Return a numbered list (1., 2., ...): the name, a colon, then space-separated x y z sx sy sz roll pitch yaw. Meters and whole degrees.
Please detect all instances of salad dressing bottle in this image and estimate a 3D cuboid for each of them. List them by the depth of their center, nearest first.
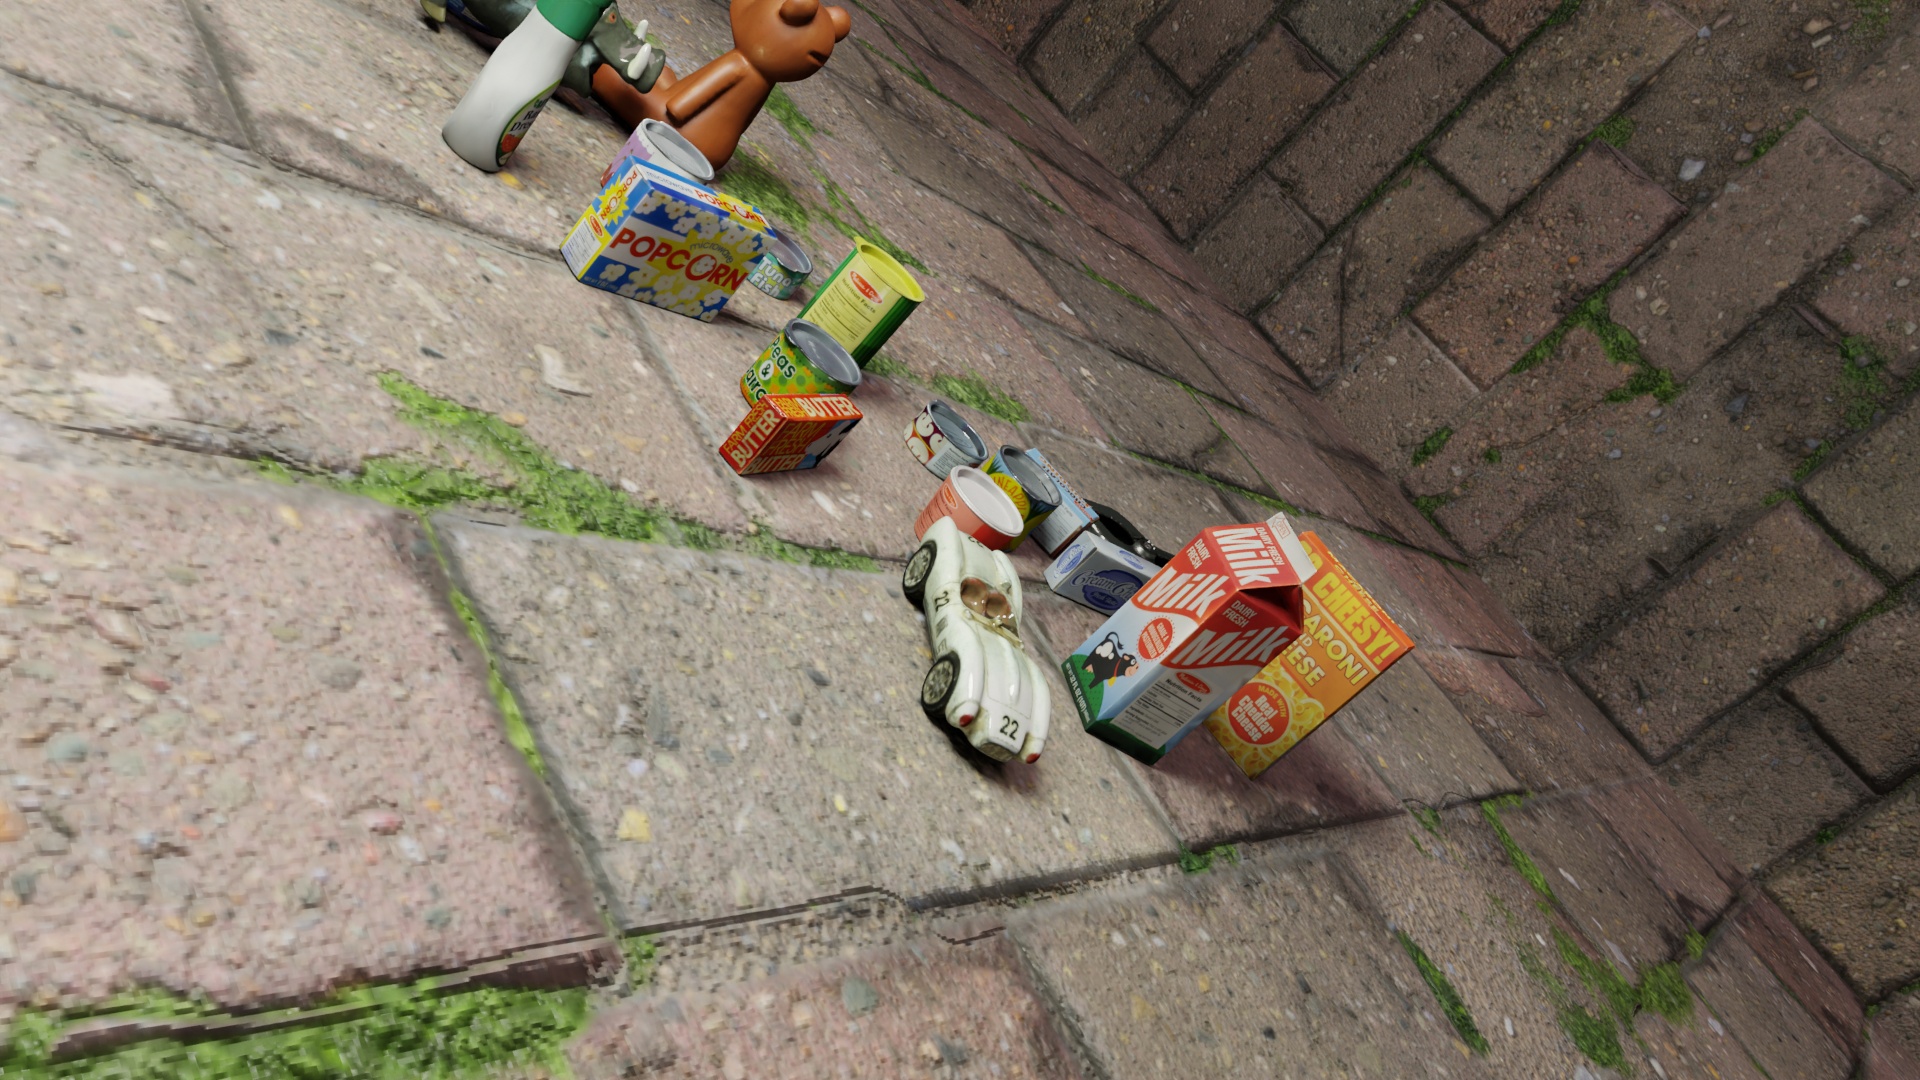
1. salad dressing bottle: -0.284 -0.313 0.917 0.044 0.147 0.064 40 21 -12

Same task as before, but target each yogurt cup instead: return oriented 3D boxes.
1. yogurt cup: 0.004 -0.013 1.008 0.072 0.053 0.073 37 22 -18

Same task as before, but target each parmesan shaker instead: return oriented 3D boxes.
1. parmesan shaker: -0.087 -0.173 1.072 0.071 0.102 0.071 37 22 -18

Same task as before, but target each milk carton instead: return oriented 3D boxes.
1. milk carton: 0.167 0.063 0.973 0.073 0.190 0.073 32 24 -30

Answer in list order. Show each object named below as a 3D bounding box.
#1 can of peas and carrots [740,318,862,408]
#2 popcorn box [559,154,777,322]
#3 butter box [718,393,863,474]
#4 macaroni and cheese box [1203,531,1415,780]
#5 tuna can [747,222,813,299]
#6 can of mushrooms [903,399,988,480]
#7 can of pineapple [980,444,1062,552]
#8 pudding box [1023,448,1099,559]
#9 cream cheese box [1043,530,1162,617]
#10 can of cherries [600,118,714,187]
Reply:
1. can of peas and carrots: -0.114 -0.113 0.977 0.071 0.058 0.071 37 22 -18
2. popcorn box: -0.199 -0.205 0.956 0.127 0.085 0.038 10 40 -56
3. butter box: -0.110 -0.071 0.913 0.024 0.053 0.104 49 22 12
4. macaroni and cheese box: 0.259 0.092 1.120 0.124 0.166 0.040 51 22 18
5. tuna can: -0.158 -0.232 1.153 0.071 0.032 0.071 37 22 -18
6. can of mushrooms: -0.013 -0.081 1.133 0.071 0.033 0.071 37 22 -18
7. can of pineapple: 0.037 -0.033 1.100 0.071 0.057 0.071 37 22 -18
8. pudding box: 0.070 -0.032 1.168 0.084 0.049 0.030 47 21 7
9. cream cheese box: 0.121 0.032 1.138 0.104 0.053 0.024 25 28 -41
10. can of cherries: -0.234 -0.282 1.072 0.071 0.058 0.072 37 22 -18
